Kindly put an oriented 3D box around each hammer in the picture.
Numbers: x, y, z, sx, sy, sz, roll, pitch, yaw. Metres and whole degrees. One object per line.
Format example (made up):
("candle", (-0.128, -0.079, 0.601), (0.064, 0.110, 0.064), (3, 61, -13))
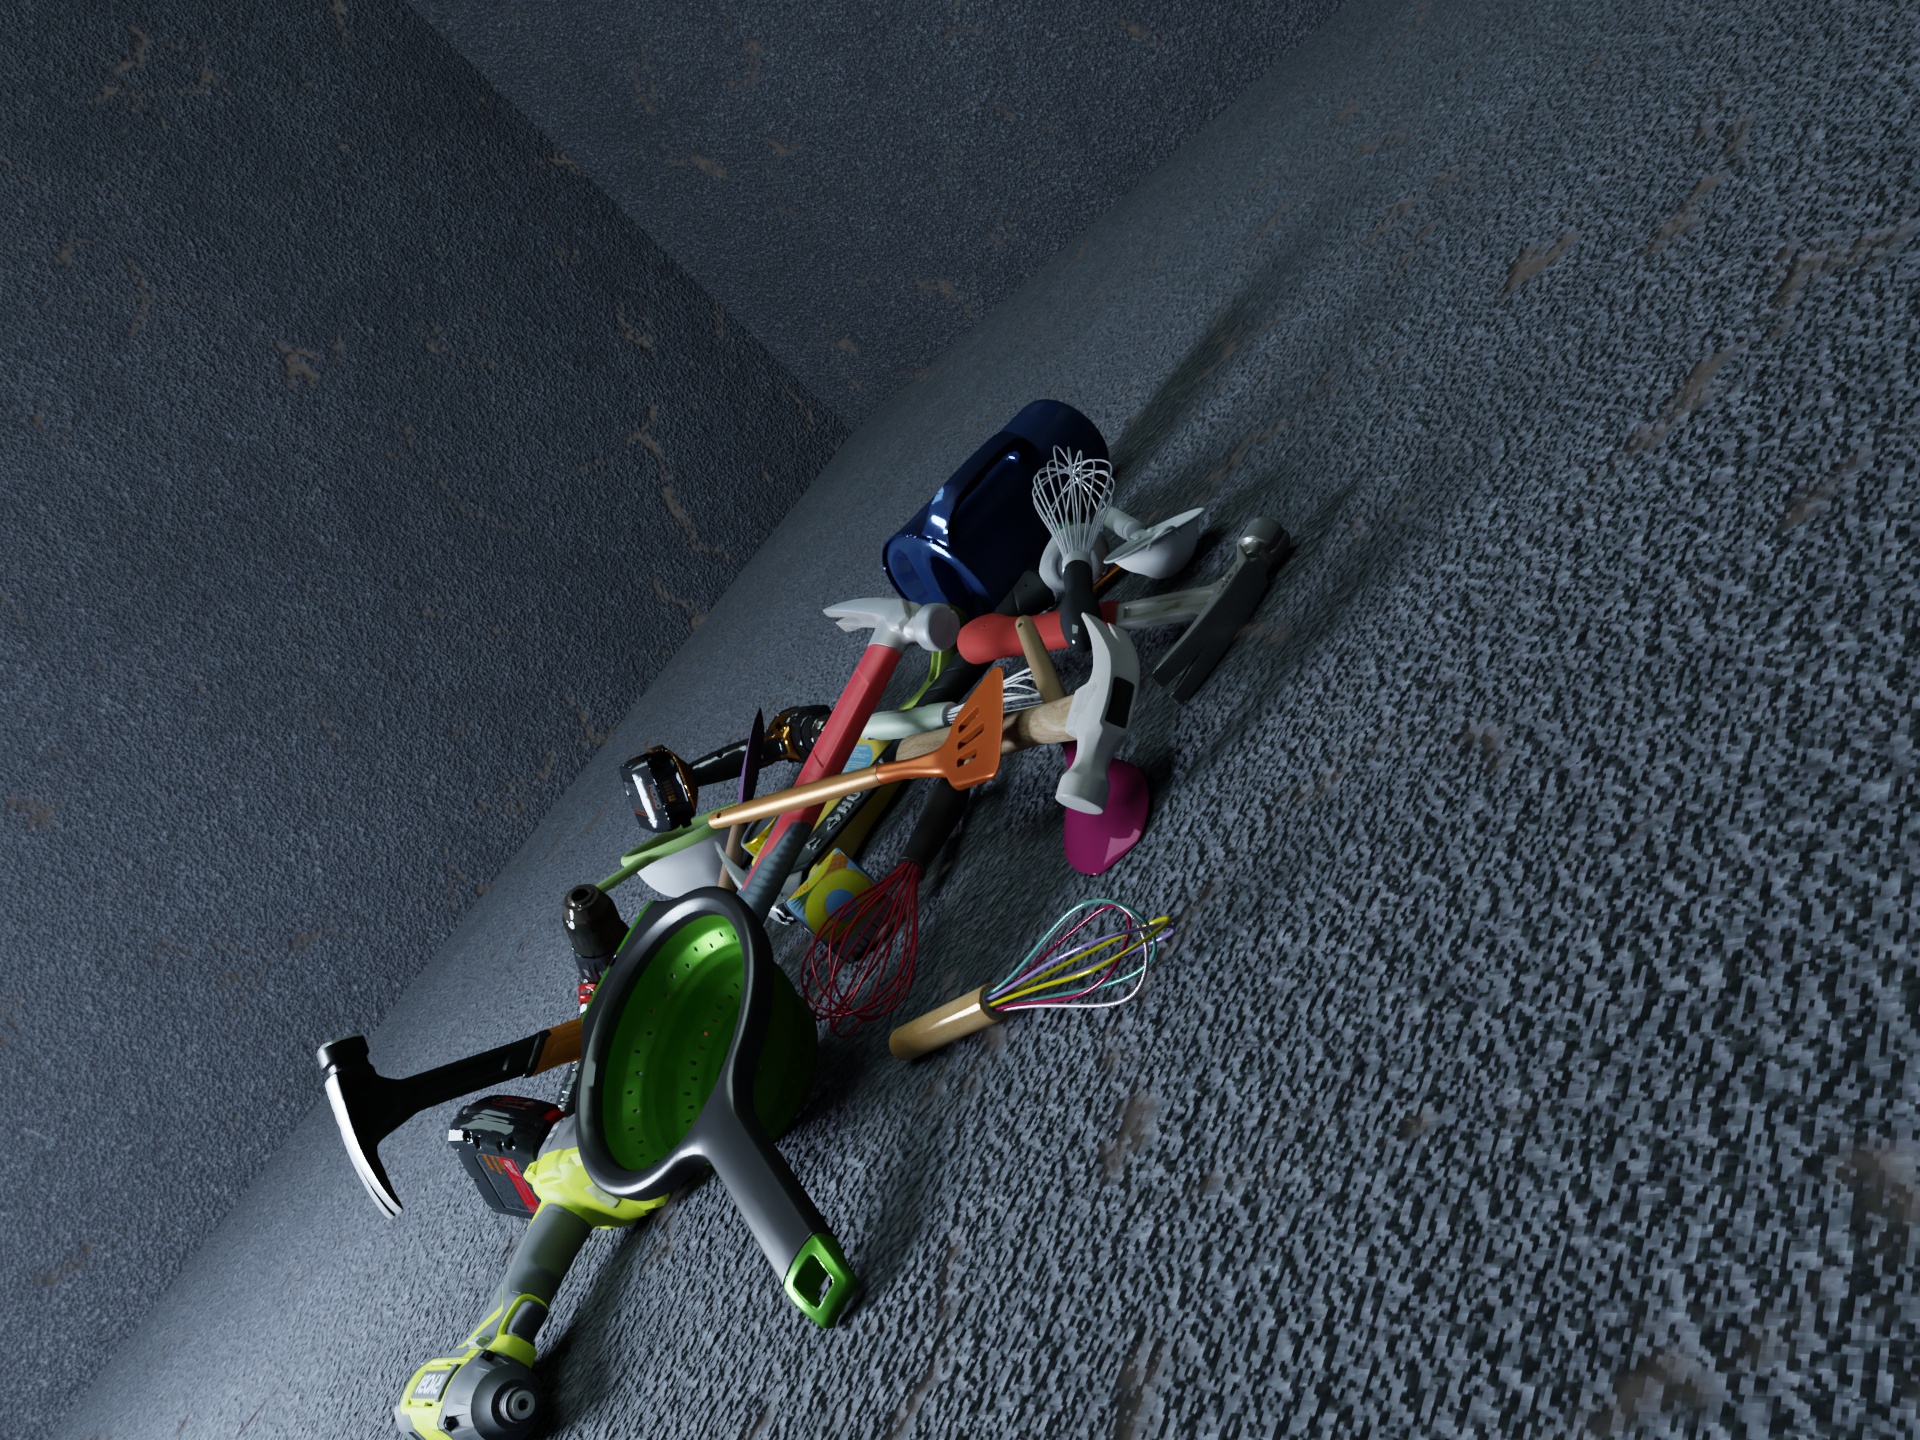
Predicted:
("hammer", (0.093, -0.066, 1.196), (0.149, 0.036, 0.359), (-53, 21, -21))
("hammer", (0.029, 0.007, 1.094), (0.331, 0.031, 0.130), (-15, 55, 65))
("hammer", (-0.044, 0.010, 1.351), (0.149, 0.036, 0.409), (16, 53, 37))
("hammer", (-0.135, 0.070, 1.248), (0.143, 0.038, 0.386), (6, 62, 47))
("hammer", (-0.290, 0.247, 1.180), (0.337, 0.127, 0.034), (-15, -17, -39))

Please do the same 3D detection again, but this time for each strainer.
("strainer", (-0.289, 0.155, 1.581), (0.151, 0.069, 0.256), (-20, 8, 34))
("strainer", (0.145, -0.150, 1.287), (0.087, 0.050, 0.258), (-29, 16, 1))

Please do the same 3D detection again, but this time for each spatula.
("spatula", (-0.207, 0.118, 1.458), (0.059, 0.018, 0.316), (90, -176, -52))
("spatula", (-0.080, 0.040, 1.152), (0.322, 0.041, 0.081), (-17, 60, 38))

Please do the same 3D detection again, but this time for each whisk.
("whisk", (0.087, -0.131, 1.210), (0.070, 0.070, 0.285), (-40, 24, 26))
("whisk", (0.028, 0.149, 0.869), (0.245, 0.051, 0.047), (-35, 24, 47))
("whisk", (-0.002, -0.004, 1.241), (0.246, 0.057, 0.059), (-6, 84, 49))
("whisk", (-0.042, 0.116, 1.111), (0.073, 0.073, 0.296), (-38, 12, 32))

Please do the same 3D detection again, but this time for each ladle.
("ladle", (-0.098, 0.020, 1.517), (0.320, 0.062, 0.078), (-48, 14, 8))

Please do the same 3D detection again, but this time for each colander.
("colander", (-0.124, 0.245, 0.979), (0.204, 0.094, 0.397), (-60, 33, 3))

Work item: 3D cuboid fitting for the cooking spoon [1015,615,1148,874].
("cooking spoon", (0.070, 0.003, 1.072), (0.068, 0.017, 0.319), (-44, 26, 15))

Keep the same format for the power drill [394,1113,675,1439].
("power drill", (-0.279, 0.379, 1.069), (0.171, 0.080, 0.223), (-30, 26, 50))

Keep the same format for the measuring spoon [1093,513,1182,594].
("measuring spoon", (0.143, -0.132, 1.333), (0.117, 0.011, 0.021), (-40, 13, 12))

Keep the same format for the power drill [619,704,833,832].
("power drill", (-0.225, 0.042, 1.638), (0.226, 0.084, 0.185), (-21, 6, -18))

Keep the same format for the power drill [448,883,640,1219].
("power drill", (-0.310, 0.261, 1.266), (0.080, 0.187, 0.227), (4, 41, 19))
